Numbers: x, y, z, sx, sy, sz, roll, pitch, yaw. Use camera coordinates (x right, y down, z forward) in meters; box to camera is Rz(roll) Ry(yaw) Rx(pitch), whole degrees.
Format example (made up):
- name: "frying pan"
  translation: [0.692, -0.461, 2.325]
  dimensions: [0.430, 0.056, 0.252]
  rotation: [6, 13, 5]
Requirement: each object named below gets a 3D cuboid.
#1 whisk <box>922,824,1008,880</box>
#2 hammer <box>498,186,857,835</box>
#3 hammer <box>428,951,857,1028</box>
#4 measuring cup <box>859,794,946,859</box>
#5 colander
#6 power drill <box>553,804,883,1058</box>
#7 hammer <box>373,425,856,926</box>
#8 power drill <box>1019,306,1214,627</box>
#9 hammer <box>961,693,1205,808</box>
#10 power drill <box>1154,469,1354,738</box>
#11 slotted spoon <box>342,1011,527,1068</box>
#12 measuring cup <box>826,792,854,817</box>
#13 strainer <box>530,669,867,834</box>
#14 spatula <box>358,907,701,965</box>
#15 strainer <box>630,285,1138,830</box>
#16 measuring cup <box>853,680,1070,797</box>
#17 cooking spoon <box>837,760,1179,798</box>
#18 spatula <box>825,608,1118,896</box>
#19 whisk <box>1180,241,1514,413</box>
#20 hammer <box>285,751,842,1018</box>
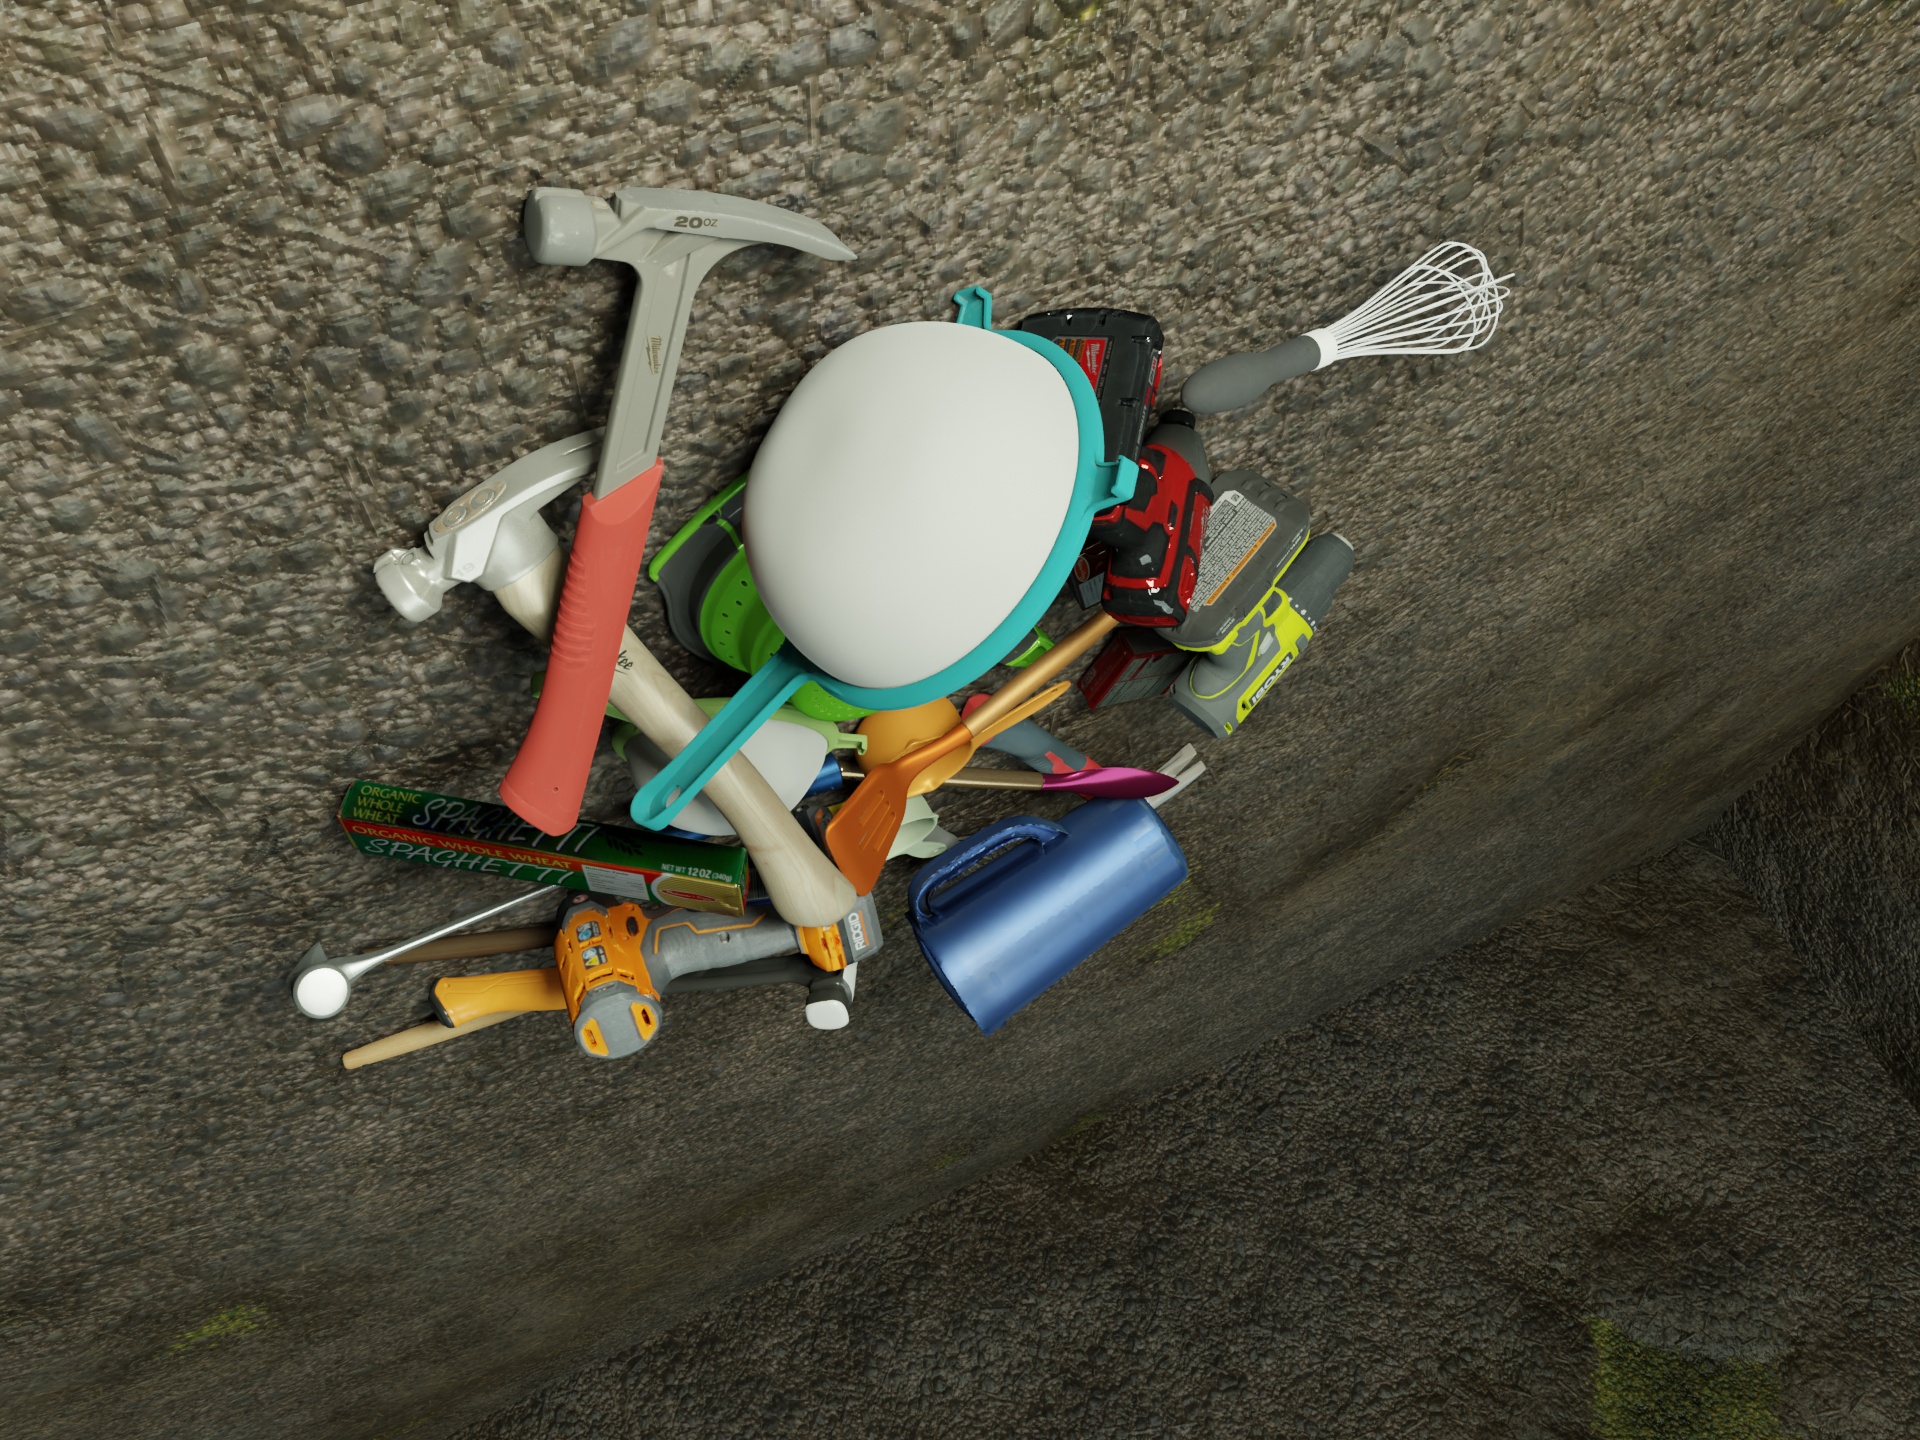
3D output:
- name: "whisk"
  translation: [-0.014, 0.112, 1.442]
  dimensions: [0.055, 0.055, 0.238]
  rotation: [-34, 150, 12]
- name: "hammer"
  translation: [-0.167, -0.088, 0.794]
  dimensions: [0.149, 0.037, 0.358]
  rotation: [-5, 131, -34]
- name: "hammer"
  translation: [-0.245, 0.195, 1.227]
  dimensions: [0.337, 0.127, 0.034]
  rotation: [-6, 127, 7]
- name: "measuring cup"
  translation: [-0.048, 0.090, 1.317]
  dimensions: [0.083, 0.038, 0.167]
  rotation: [-32, 164, 9]
- name: "colander"
  translation: [-0.026, -0.053, 1.045]
  dimensions: [0.204, 0.095, 0.396]
  rotation: [-38, 153, 21]
- name: "power drill"
  translation: [-0.188, 0.144, 1.174]
  dimensions: [0.226, 0.164, 0.084]
  rotation: [-20, 128, -13]
- name: "hammer"
  translation: [-0.155, 0.003, 0.939]
  dimensions: [0.146, 0.038, 0.410]
  rotation: [-32, 137, 2]
- name: "power drill"
  translation: [0.100, -0.152, 0.955]
  dimensions: [0.078, 0.143, 0.219]
  rotation: [8, 168, 24]
- name: "hammer"
  translation: [0.106, 0.032, 1.416]
  dimensions: [0.143, 0.038, 0.386]
  rotation: [-35, 155, 12]
- name: "power drill"
  translation: [0.226, -0.098, 1.224]
  dimensions: [0.190, 0.080, 0.228]
  rotation: [-50, 154, -1]
- name: "slotted spoon"
  translation: [-0.352, 0.230, 1.321]
  dimensions: [0.313, 0.031, 0.070]
  rotation: [-17, 170, -15]
- name: "measuring cup"
  translation: [-0.073, 0.069, 1.307]
  dimensions: [0.156, 0.029, 0.062]
  rotation: [-37, 154, 22]
- name: "strainer"
  translation: [-0.179, 0.027, 1.012]
  dimensions: [0.151, 0.069, 0.256]
  rotation: [-13, 162, 26]
- name: "spatula"
  translation: [-0.323, 0.171, 1.257]
  dimensions: [0.315, 0.018, 0.059]
  rotation: [0, 148, -48]
- name: "strainer"
  translation: [-0.083, -0.074, 0.804]
  dimensions: [0.340, 0.211, 0.095]
  rotation: [-45, 136, 16]
- name: "measuring cup"
  translation: [-0.002, -0.004, 1.220]
  dimensions: [0.173, 0.052, 0.095]
  rotation: [-29, 155, -4]
- name: "cooking spoon"
  translation: [0.043, 0.050, 1.316]
  dimensions: [0.318, 0.017, 0.068]
  rotation: [5, 159, -27]
- name: "spatula"
  translation: [0.028, -0.003, 1.146]
  dimensions: [0.322, 0.041, 0.080]
  rotation: [-39, 137, -14]
- name: "whisk"
  translation: [0.238, -0.236, 0.973]
  dimensions: [0.284, 0.070, 0.070]
  rotation: [-25, 157, -30]
- name: "hammer"
  translation: [-0.270, 0.107, 1.125]
  dimensions: [0.405, 0.035, 0.144]
  rotation: [-23, -174, -25]
